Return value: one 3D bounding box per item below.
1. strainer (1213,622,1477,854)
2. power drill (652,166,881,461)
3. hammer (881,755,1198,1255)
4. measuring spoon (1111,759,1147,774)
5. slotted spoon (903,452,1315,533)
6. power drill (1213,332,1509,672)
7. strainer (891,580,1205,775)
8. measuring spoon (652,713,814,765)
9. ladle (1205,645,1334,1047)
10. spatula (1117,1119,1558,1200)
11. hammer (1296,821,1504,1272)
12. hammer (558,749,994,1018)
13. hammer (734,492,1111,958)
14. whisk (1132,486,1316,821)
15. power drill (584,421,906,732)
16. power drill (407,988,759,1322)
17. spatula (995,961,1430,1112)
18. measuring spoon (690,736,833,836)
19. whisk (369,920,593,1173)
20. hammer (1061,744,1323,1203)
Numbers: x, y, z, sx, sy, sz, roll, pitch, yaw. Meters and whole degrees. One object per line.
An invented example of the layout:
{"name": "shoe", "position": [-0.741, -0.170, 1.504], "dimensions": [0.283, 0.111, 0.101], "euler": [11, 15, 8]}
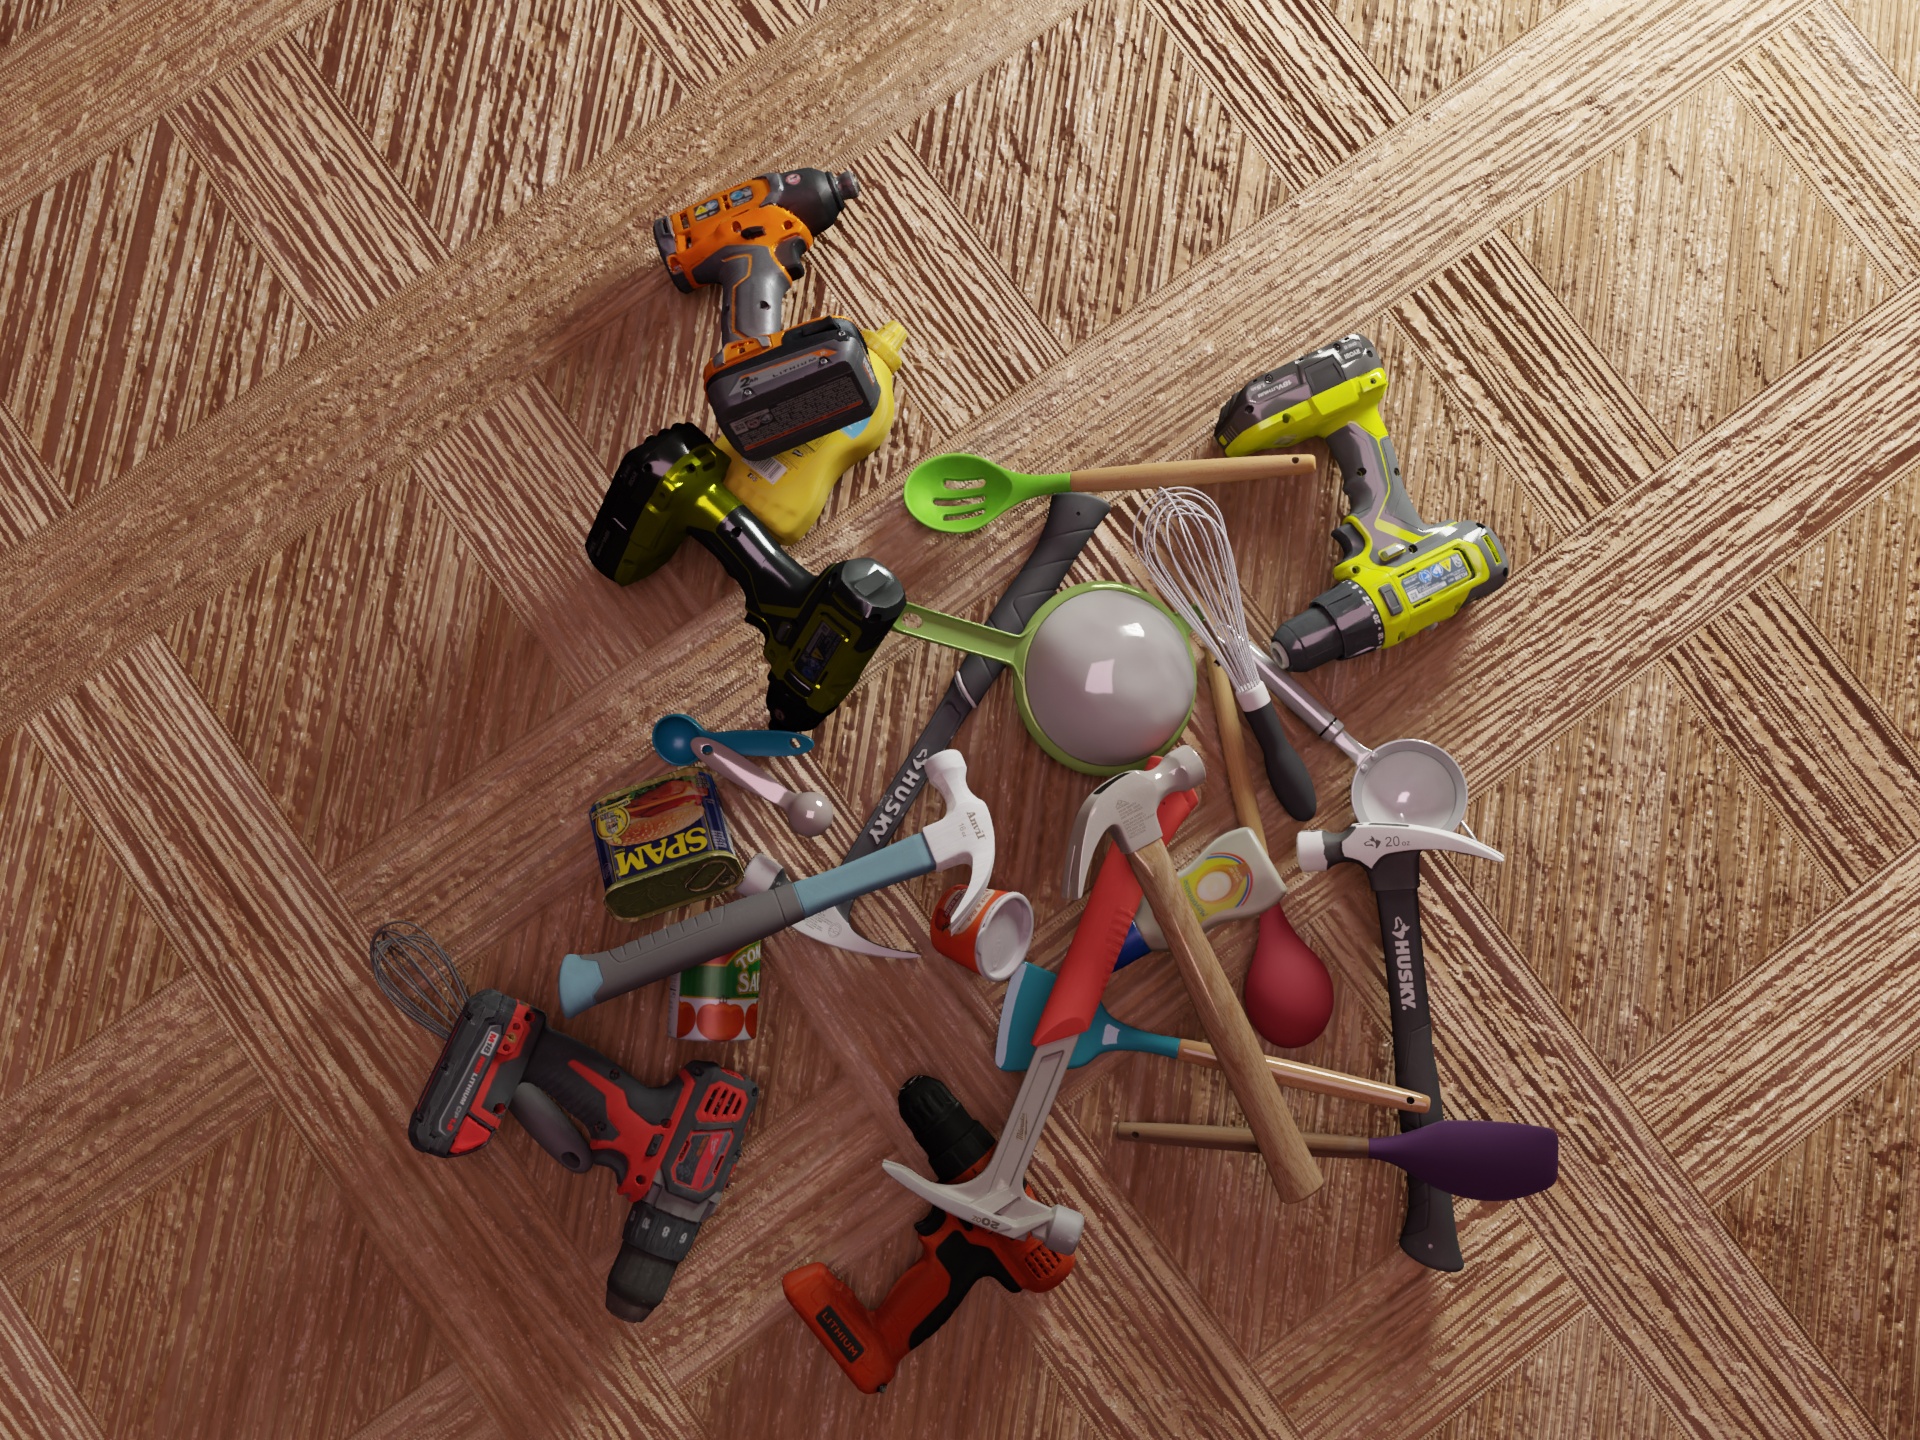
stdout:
{"name": "strainer", "position": [0.294, 0.012, 1.228], "dimensions": [0.258, 0.050, 0.087], "euler": [43, 90, 9]}
{"name": "power drill", "position": [-0.133, -0.322, 1.201], "dimensions": [0.164, 0.084, 0.227], "euler": [-21, 61, 5]}
{"name": "hammer", "position": [0.077, 0.191, 1.155], "dimensions": [0.149, 0.036, 0.359], "euler": [22, 81, 2]}
{"name": "measuring spoon", "position": [0.114, 0.022, 1.238], "dimensions": [0.117, 0.011, 0.021], "euler": [39, 73, 0]}
{"name": "slotted spoon", "position": [0.110, -0.182, 1.213], "dimensions": [0.314, 0.031, 0.070], "euler": [-3, 70, 15]}
{"name": "power drill", "position": [0.290, -0.162, 1.227], "dimensions": [0.190, 0.080, 0.228], "euler": [-25, 86, -8]}
{"name": "strainer", "position": [0.071, -0.048, 1.183], "dimensions": [0.256, 0.069, 0.151], "euler": [16, 83, -16]}
{"name": "measuring spoon", "position": [-0.171, 0.014, 1.213], "dimensions": [0.128, 0.021, 0.042], "euler": [2, 110, 11]}
{"name": "ladle", "position": [0.228, 0.095, 1.224], "dimensions": [0.069, 0.031, 0.315], "euler": [-11, 82, -5]}
{"name": "spatula", "position": [0.273, 0.315, 1.170], "dimensions": [0.316, 0.018, 0.060], "euler": [2, 95, 11]}
{"name": "hammer", "position": [0.342, 0.241, 1.182], "dimensions": [0.146, 0.035, 0.335], "euler": [-6, 90, 20]}
{"name": "hammer", "position": [-0.129, 0.133, 1.140], "dimensions": [0.331, 0.033, 0.128], "euler": [-21, 66, -9]}
{"name": "hammer", "position": [-0.002, -0.004, 1.225], "dimensions": [0.149, 0.036, 0.409], "euler": [32, 83, 1]}
{"name": "whisk", "position": [0.208, -0.047, 1.199], "dimensions": [0.070, 0.070, 0.284], "euler": [-27, 104, -4]}
{"name": "power drill", "position": [-0.164, -0.099, 1.184], "dimensions": [0.223, 0.171, 0.080], "euler": [41, 40, 5]}
{"name": "power drill", "position": [-0.275, 0.308, 1.137], "dimensions": [0.226, 0.080, 0.188], "euler": [26, 76, -14]}
{"name": "spatula", "position": [0.187, 0.251, 1.180], "dimensions": [0.317, 0.044, 0.082], "euler": [10, 79, 11]}
{"name": "measuring spoon", "position": [-0.151, 0.046, 1.189], "dimensions": [0.124, 0.018, 0.034], "euler": [31, 81, 7]}
{"name": "whisk", "position": [-0.354, 0.244, 1.183], "dimensions": [0.055, 0.055, 0.239], "euler": [-42, 90, -6]}
{"name": "hammer", "position": [0.176, 0.193, 1.137], "dimensions": [0.130, 0.031, 0.331], "euler": [-26, 93, -17]}
